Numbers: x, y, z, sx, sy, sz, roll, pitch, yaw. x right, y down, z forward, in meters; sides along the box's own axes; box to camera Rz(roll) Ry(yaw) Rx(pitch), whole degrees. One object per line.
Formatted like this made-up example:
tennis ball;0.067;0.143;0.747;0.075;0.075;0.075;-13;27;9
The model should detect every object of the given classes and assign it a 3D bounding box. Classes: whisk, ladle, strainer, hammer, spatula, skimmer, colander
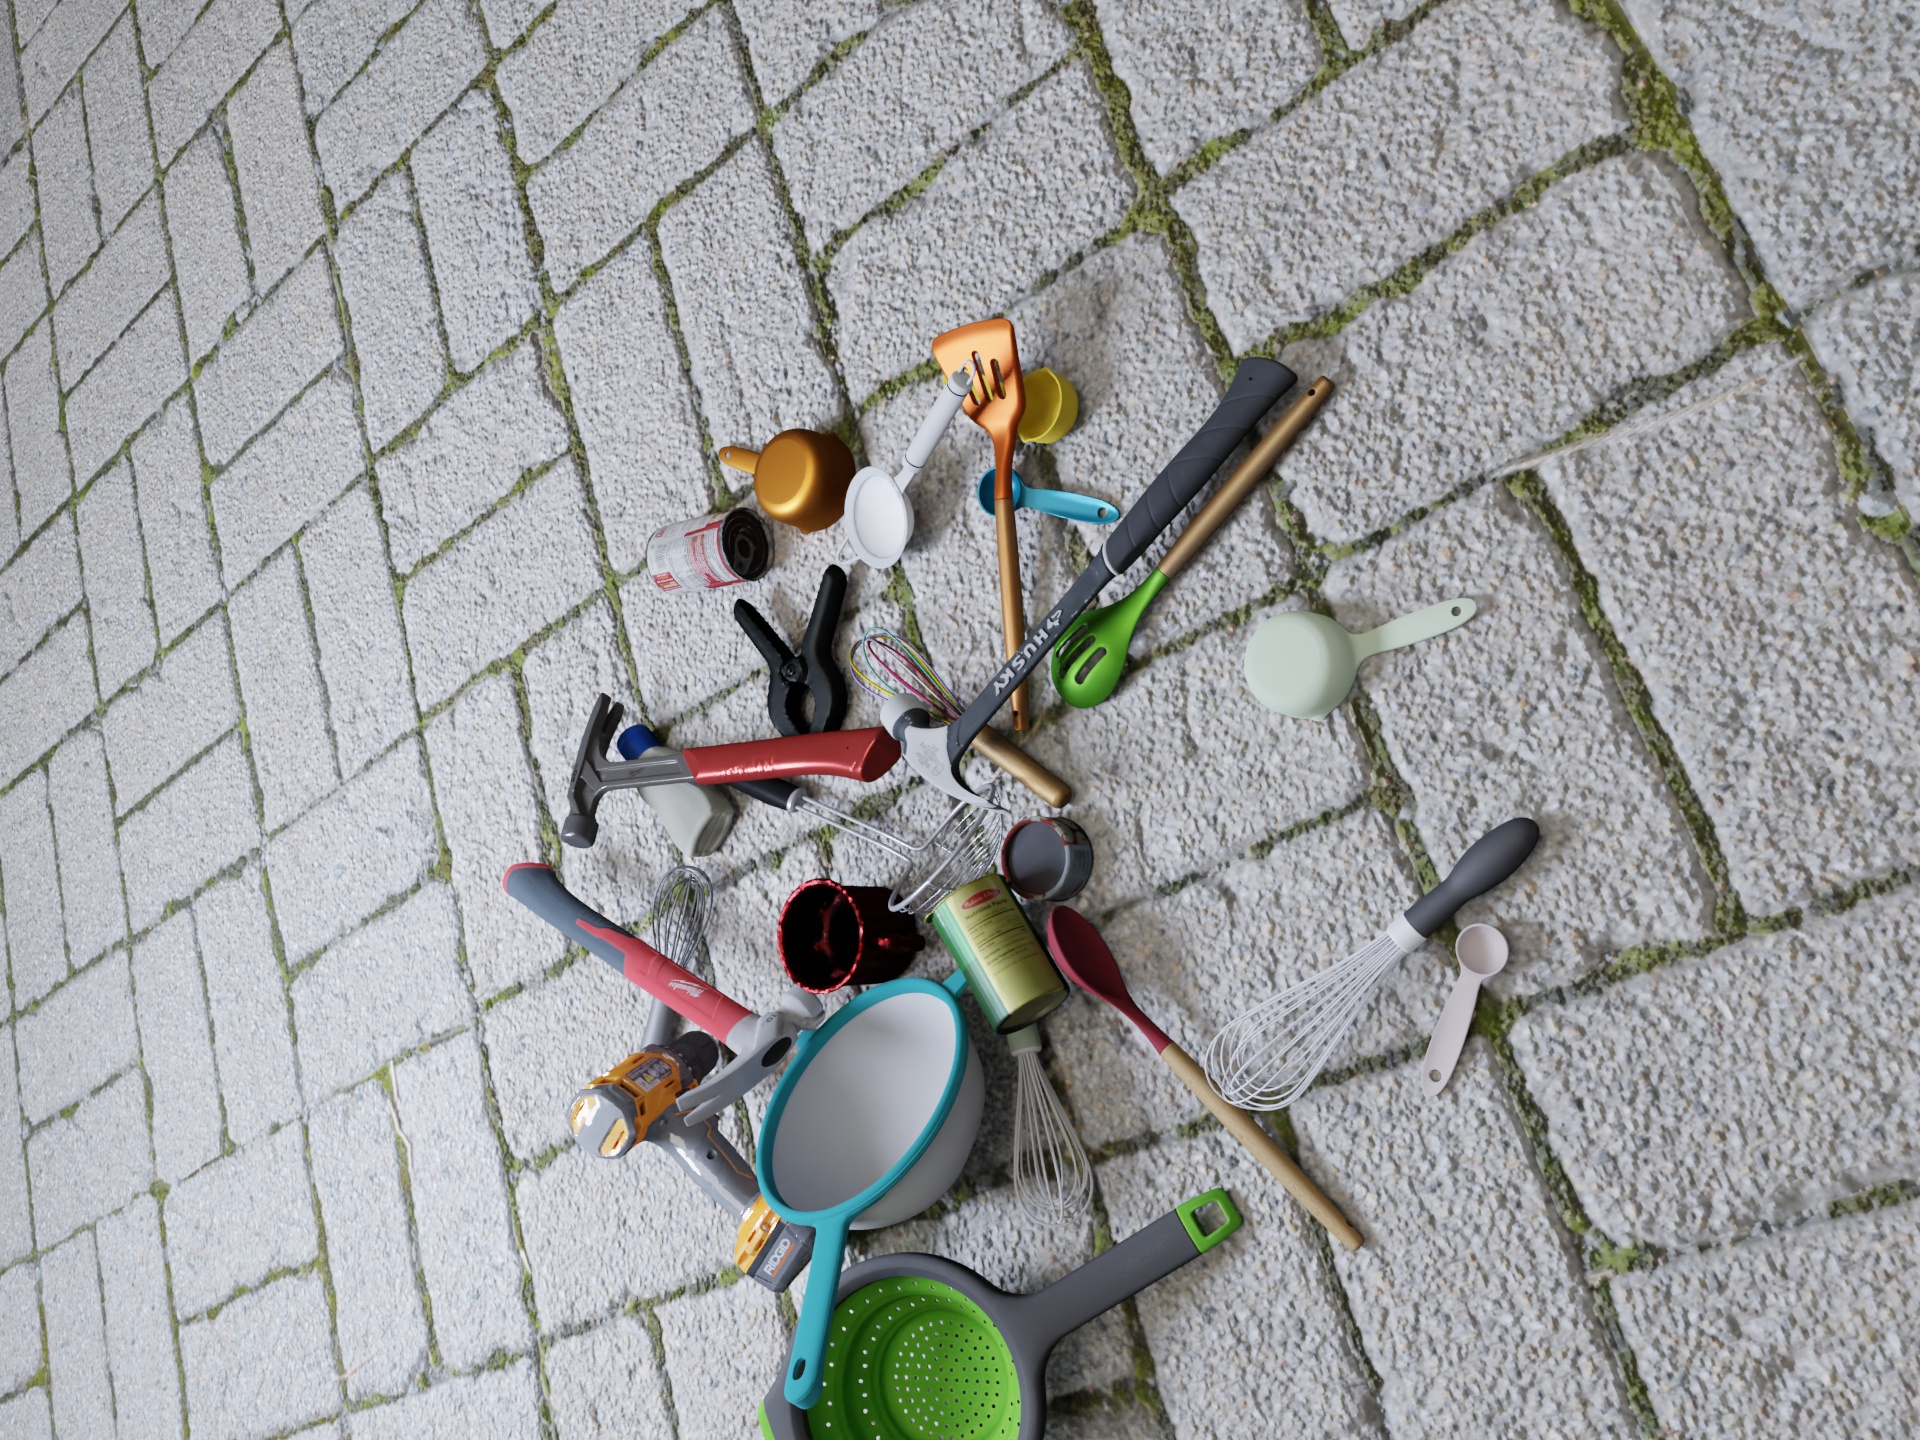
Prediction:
whisk;0.051;0.262;1.219;0.059;0.057;0.246;-12;69;-2
ladle;0.167;0.252;1.133;0.316;0.069;0.031;45;113;25
whisk;-0.001;-0.006;1.294;0.245;0.047;0.051;37;118;29
strainer;-0.061;0.357;1.191;0.211;0.095;0.341;-26;34;31
whisk;0.273;0.162;1.060;0.284;0.070;0.070;-47;60;17
hammer;0.103;-0.105;1.189;0.409;0.036;0.149;-49;48;12
strainer;-0.038;-0.206;1.299;0.087;0.050;0.258;62;145;17
hammer;-0.203;0.029;1.385;0.359;0.036;0.149;-7;60;34
spatula;0.031;-0.152;1.264;0.081;0.041;0.322;-5;89;37
skimmer;-0.109;0.067;1.332;0.363;0.090;0.127;19;63;39
colander;0.042;0.459;1.186;0.397;0.094;0.205;-34;69;9
whisk;-0.272;0.246;1.460;0.055;0.055;0.239;17;98;37
hammer;-0.295;0.216;1.379;0.387;0.143;0.038;22;137;39

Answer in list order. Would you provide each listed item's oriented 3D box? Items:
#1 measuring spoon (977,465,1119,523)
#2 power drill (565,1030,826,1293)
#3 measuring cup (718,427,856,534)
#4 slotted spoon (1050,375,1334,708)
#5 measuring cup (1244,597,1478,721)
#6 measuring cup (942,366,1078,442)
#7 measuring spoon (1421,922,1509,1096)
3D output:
measuring spoon;0.073;-0.175;1.276;0.129;0.021;0.042;16;99;28
power drill;-0.194;0.351;1.327;0.226;0.185;0.084;34;107;10
measuring cup;-0.174;-0.229;1.438;0.174;0.052;0.095;22;98;34
slotted spoon;0.168;-0.132;1.191;0.313;0.031;0.070;-50;55;19
measuring cup;0.271;-0.054;1.095;0.167;0.038;0.083;-21;72;35
measuring cup;0.040;-0.267;1.308;0.157;0.029;0.062;30;108;47
measuring spoon;0.329;0.190;1.043;0.034;0.018;0.124;26;107;36
